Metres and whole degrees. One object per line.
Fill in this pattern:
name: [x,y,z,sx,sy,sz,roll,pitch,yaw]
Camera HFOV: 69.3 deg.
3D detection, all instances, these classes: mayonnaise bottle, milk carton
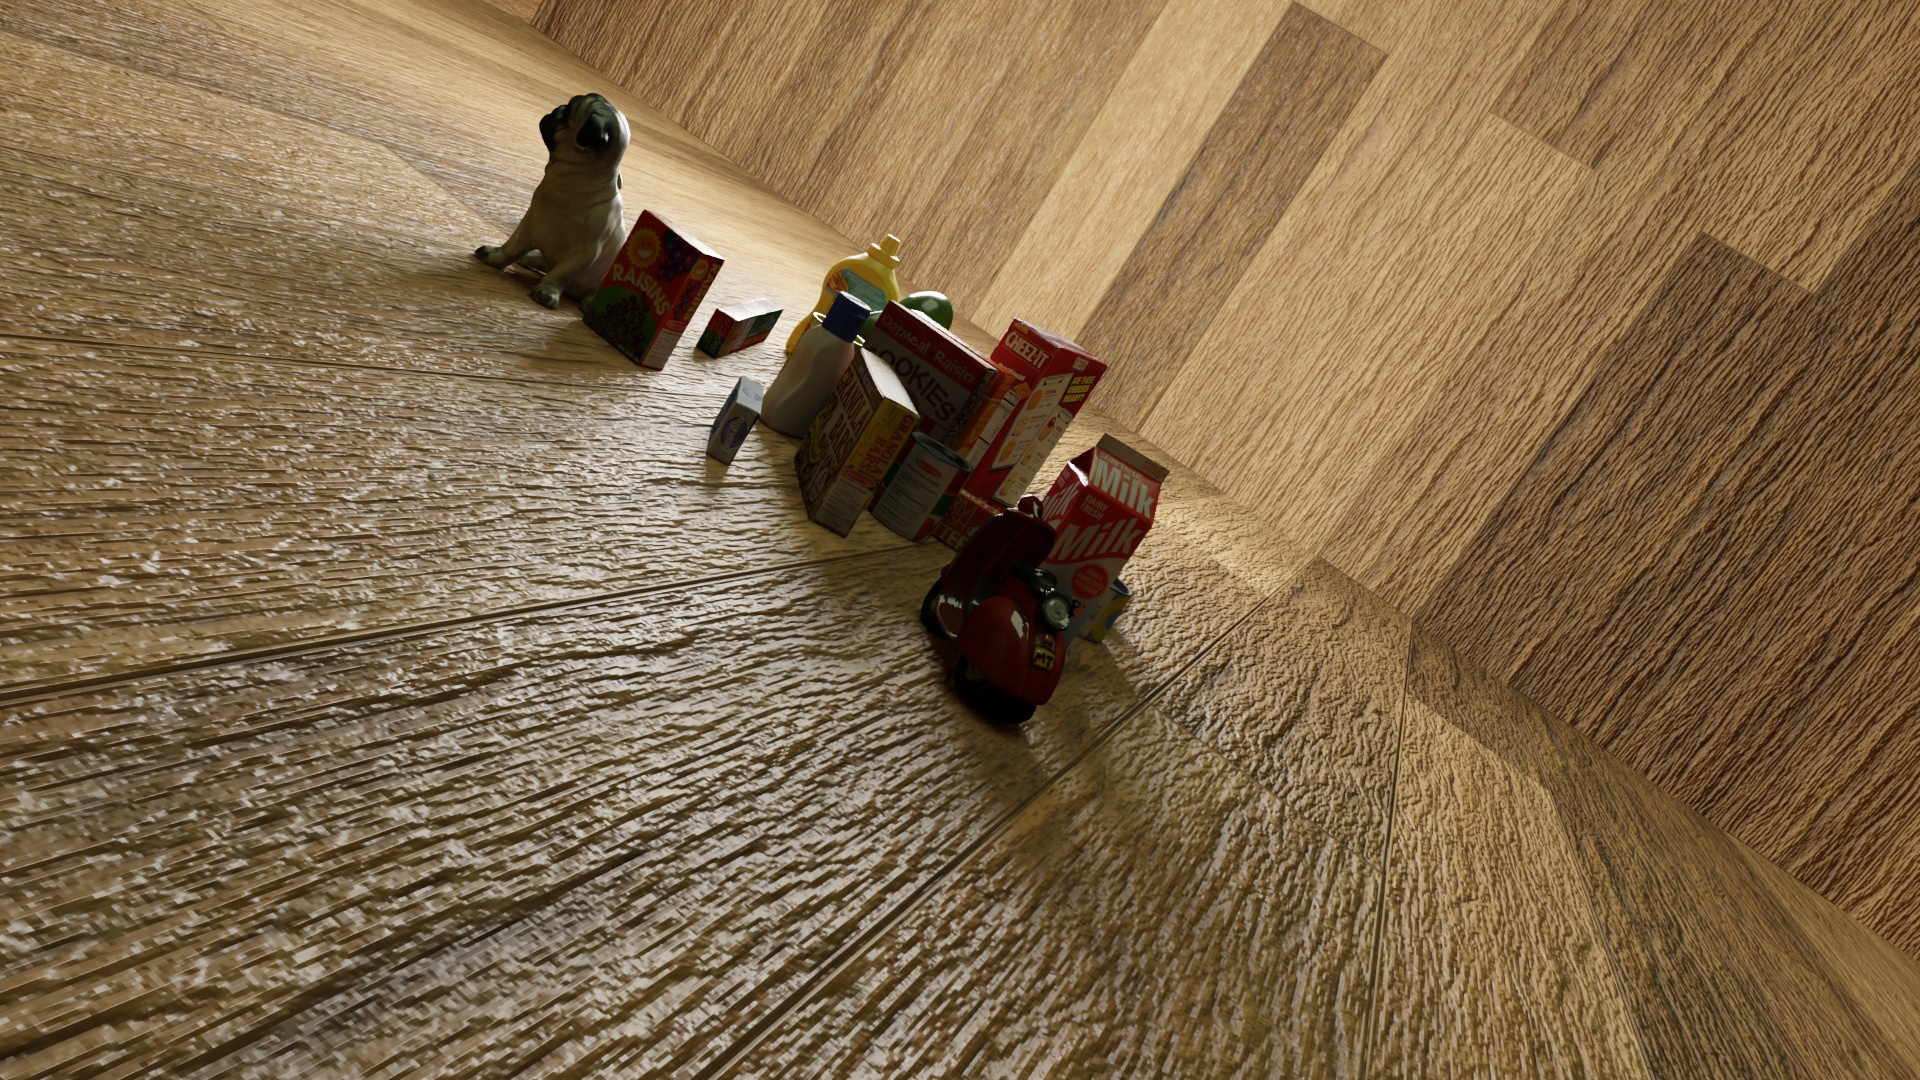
mayonnaise bottle: [-0.140,-0.173,1.366,0.041,0.147,0.065,42,15,35]
milk carton: [0.099,0.002,1.194,0.072,0.190,0.074,29,13,-17]

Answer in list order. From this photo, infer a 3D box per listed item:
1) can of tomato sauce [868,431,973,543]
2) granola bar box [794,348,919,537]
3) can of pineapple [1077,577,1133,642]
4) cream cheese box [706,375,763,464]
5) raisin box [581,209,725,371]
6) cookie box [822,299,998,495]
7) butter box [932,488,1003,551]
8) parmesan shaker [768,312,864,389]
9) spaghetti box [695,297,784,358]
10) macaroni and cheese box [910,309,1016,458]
can of tomato sauce: [-0.037,-0.049,1.300,0.071,0.083,0.071,31,13,-8]
granola bar box: [-0.095,-0.090,1.224,0.039,0.124,0.166,28,14,-21]
can of pineapple: [0.125,0.057,1.347,0.071,0.057,0.071,31,13,-8]
cream cheese box: [-0.195,-0.105,1.203,0.024,0.053,0.104,29,13,-15]
raisin box: [-0.287,-0.234,1.300,0.086,0.123,0.040,38,13,22]
cookie box: [-0.059,-0.130,1.357,0.123,0.167,0.040,36,13,14]
butter box: [0.005,-0.017,1.347,0.103,0.053,0.024,33,13,0]
parmesan shaker: [-0.152,-0.179,1.461,0.071,0.103,0.071,31,13,-8]
spaghetti box: [-0.250,-0.247,1.596,0.029,0.050,0.251,32,13,-3]
macaroni and cheese box: [-0.040,-0.130,1.402,0.124,0.166,0.040,36,13,14]
